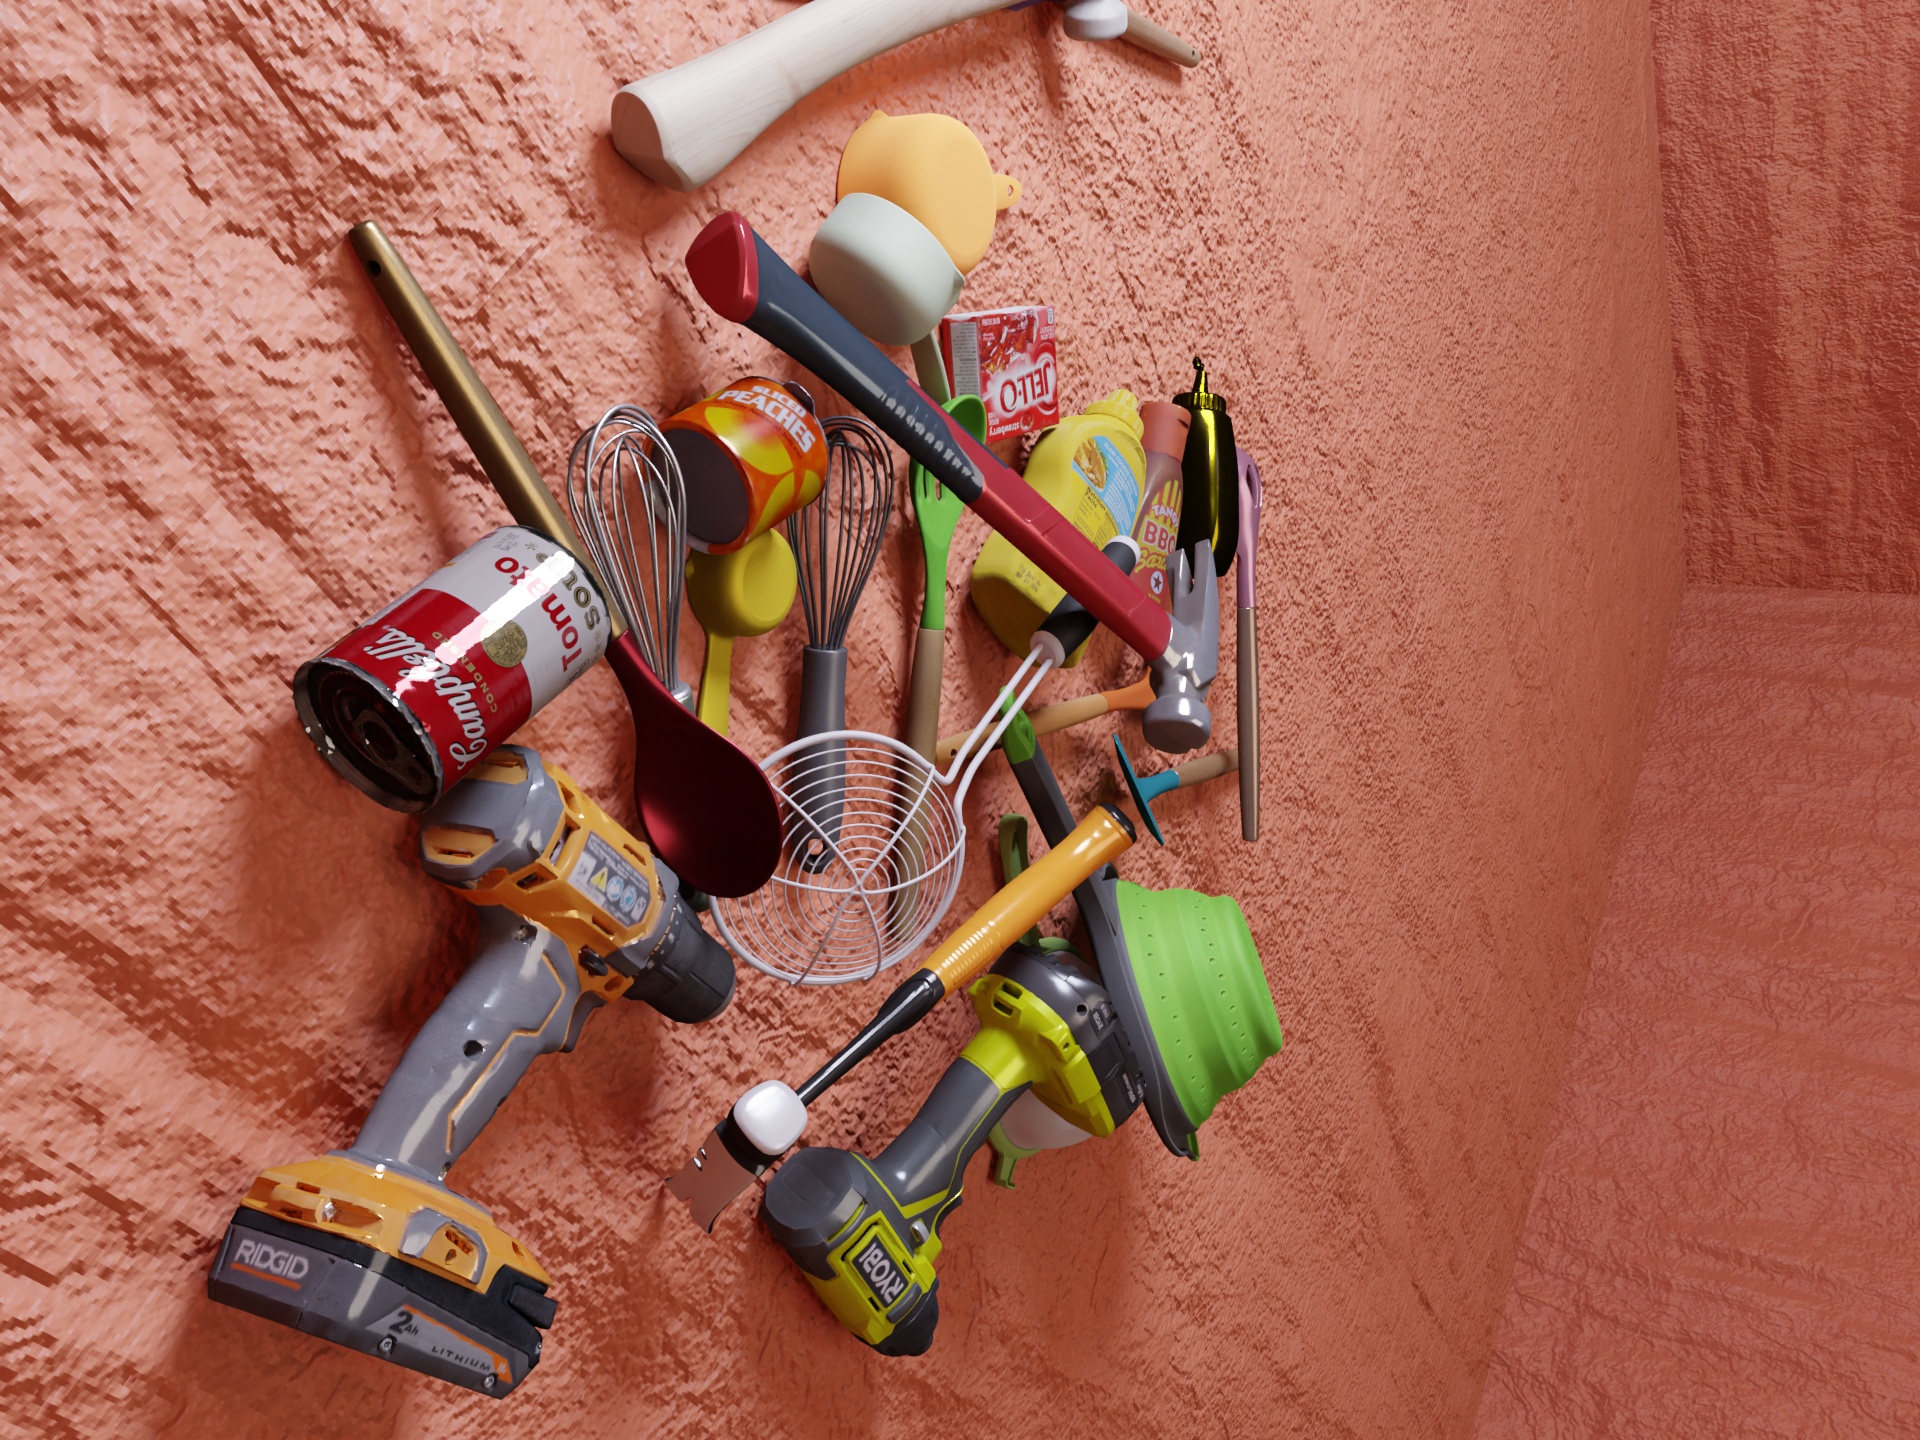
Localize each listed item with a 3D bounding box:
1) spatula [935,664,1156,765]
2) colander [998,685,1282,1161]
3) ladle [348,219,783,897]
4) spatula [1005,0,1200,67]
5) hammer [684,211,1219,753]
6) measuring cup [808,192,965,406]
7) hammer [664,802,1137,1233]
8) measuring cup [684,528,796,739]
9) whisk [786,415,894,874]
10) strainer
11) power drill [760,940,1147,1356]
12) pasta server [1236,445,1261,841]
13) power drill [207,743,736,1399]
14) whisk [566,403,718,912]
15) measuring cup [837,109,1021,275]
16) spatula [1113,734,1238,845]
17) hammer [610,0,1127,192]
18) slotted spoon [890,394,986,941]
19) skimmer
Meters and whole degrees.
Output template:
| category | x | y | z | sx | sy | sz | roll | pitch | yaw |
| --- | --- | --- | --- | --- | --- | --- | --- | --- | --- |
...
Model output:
| category | x | y | z | sx | sy | sz | roll | pitch | yaw |
| --- | --- | --- | --- | --- | --- | --- | --- | --- | --- |
| spatula | 0.072 | -0.007 | 1.063 | 0.322 | 0.041 | 0.081 | -16 | 110 | -51 |
| colander | 0.130 | 0.123 | 1.037 | 0.205 | 0.094 | 0.396 | -95 | 162 | -54 |
| ladle | -0.157 | -0.055 | 0.651 | 0.031 | 0.069 | 0.315 | -74 | 143 | -55 |
| spatula | 0.076 | -0.449 | 0.988 | 0.316 | 0.018 | 0.059 | -10 | 107 | -56 |
| hammer | 0.016 | -0.133 | 0.823 | 0.385 | 0.038 | 0.143 | 37 | 47 | -36 |
| measuring cup | -0.033 | -0.200 | 0.832 | 0.038 | 0.083 | 0.167 | -53 | 156 | -17 |
| hammer | -0.014 | 0.139 | 0.836 | 0.337 | 0.034 | 0.127 | -35 | 169 | -41 |
| measuring cup | -0.108 | -0.019 | 0.768 | 0.062 | 0.029 | 0.156 | 7 | 88 | -58 |
| whisk | -0.066 | -0.036 | 0.818 | 0.055 | 0.055 | 0.239 | -13 | 111 | -56 |
| strainer | 0.069 | 0.178 | 1.047 | 0.151 | 0.069 | 0.256 | -39 | 129 | -48 |
| power drill | 0.002 | 0.253 | 0.920 | 0.223 | 0.080 | 0.171 | -44 | 132 | -23 |
| pasta server | 0.217 | -0.061 | 1.242 | 0.060 | 0.040 | 0.316 | -15 | 105 | -56 |
| power drill | -0.178 | 0.148 | 0.651 | 0.185 | 0.084 | 0.226 | 54 | 47 | -49 |
| whisk | -0.134 | -0.020 | 0.715 | 0.059 | 0.058 | 0.246 | -46 | 138 | -55 |
| measuring cup | 0.005 | -0.288 | 0.872 | 0.173 | 0.052 | 0.095 | -29 | 120 | -50 |
| spatula | 0.180 | 0.040 | 1.214 | 0.317 | 0.044 | 0.082 | -11 | 75 | -60 |
| hammer | -0.026 | -0.369 | 0.796 | 0.411 | 0.038 | 0.146 | -45 | 143 | -40 |
| slotted spoon | -0.020 | -0.027 | 0.903 | 0.070 | 0.031 | 0.313 | -11 | 108 | -63 |
| skimmer | -0.001 | -0.003 | 0.854 | 0.363 | 0.090 | 0.127 | -52 | 123 | -47 |
